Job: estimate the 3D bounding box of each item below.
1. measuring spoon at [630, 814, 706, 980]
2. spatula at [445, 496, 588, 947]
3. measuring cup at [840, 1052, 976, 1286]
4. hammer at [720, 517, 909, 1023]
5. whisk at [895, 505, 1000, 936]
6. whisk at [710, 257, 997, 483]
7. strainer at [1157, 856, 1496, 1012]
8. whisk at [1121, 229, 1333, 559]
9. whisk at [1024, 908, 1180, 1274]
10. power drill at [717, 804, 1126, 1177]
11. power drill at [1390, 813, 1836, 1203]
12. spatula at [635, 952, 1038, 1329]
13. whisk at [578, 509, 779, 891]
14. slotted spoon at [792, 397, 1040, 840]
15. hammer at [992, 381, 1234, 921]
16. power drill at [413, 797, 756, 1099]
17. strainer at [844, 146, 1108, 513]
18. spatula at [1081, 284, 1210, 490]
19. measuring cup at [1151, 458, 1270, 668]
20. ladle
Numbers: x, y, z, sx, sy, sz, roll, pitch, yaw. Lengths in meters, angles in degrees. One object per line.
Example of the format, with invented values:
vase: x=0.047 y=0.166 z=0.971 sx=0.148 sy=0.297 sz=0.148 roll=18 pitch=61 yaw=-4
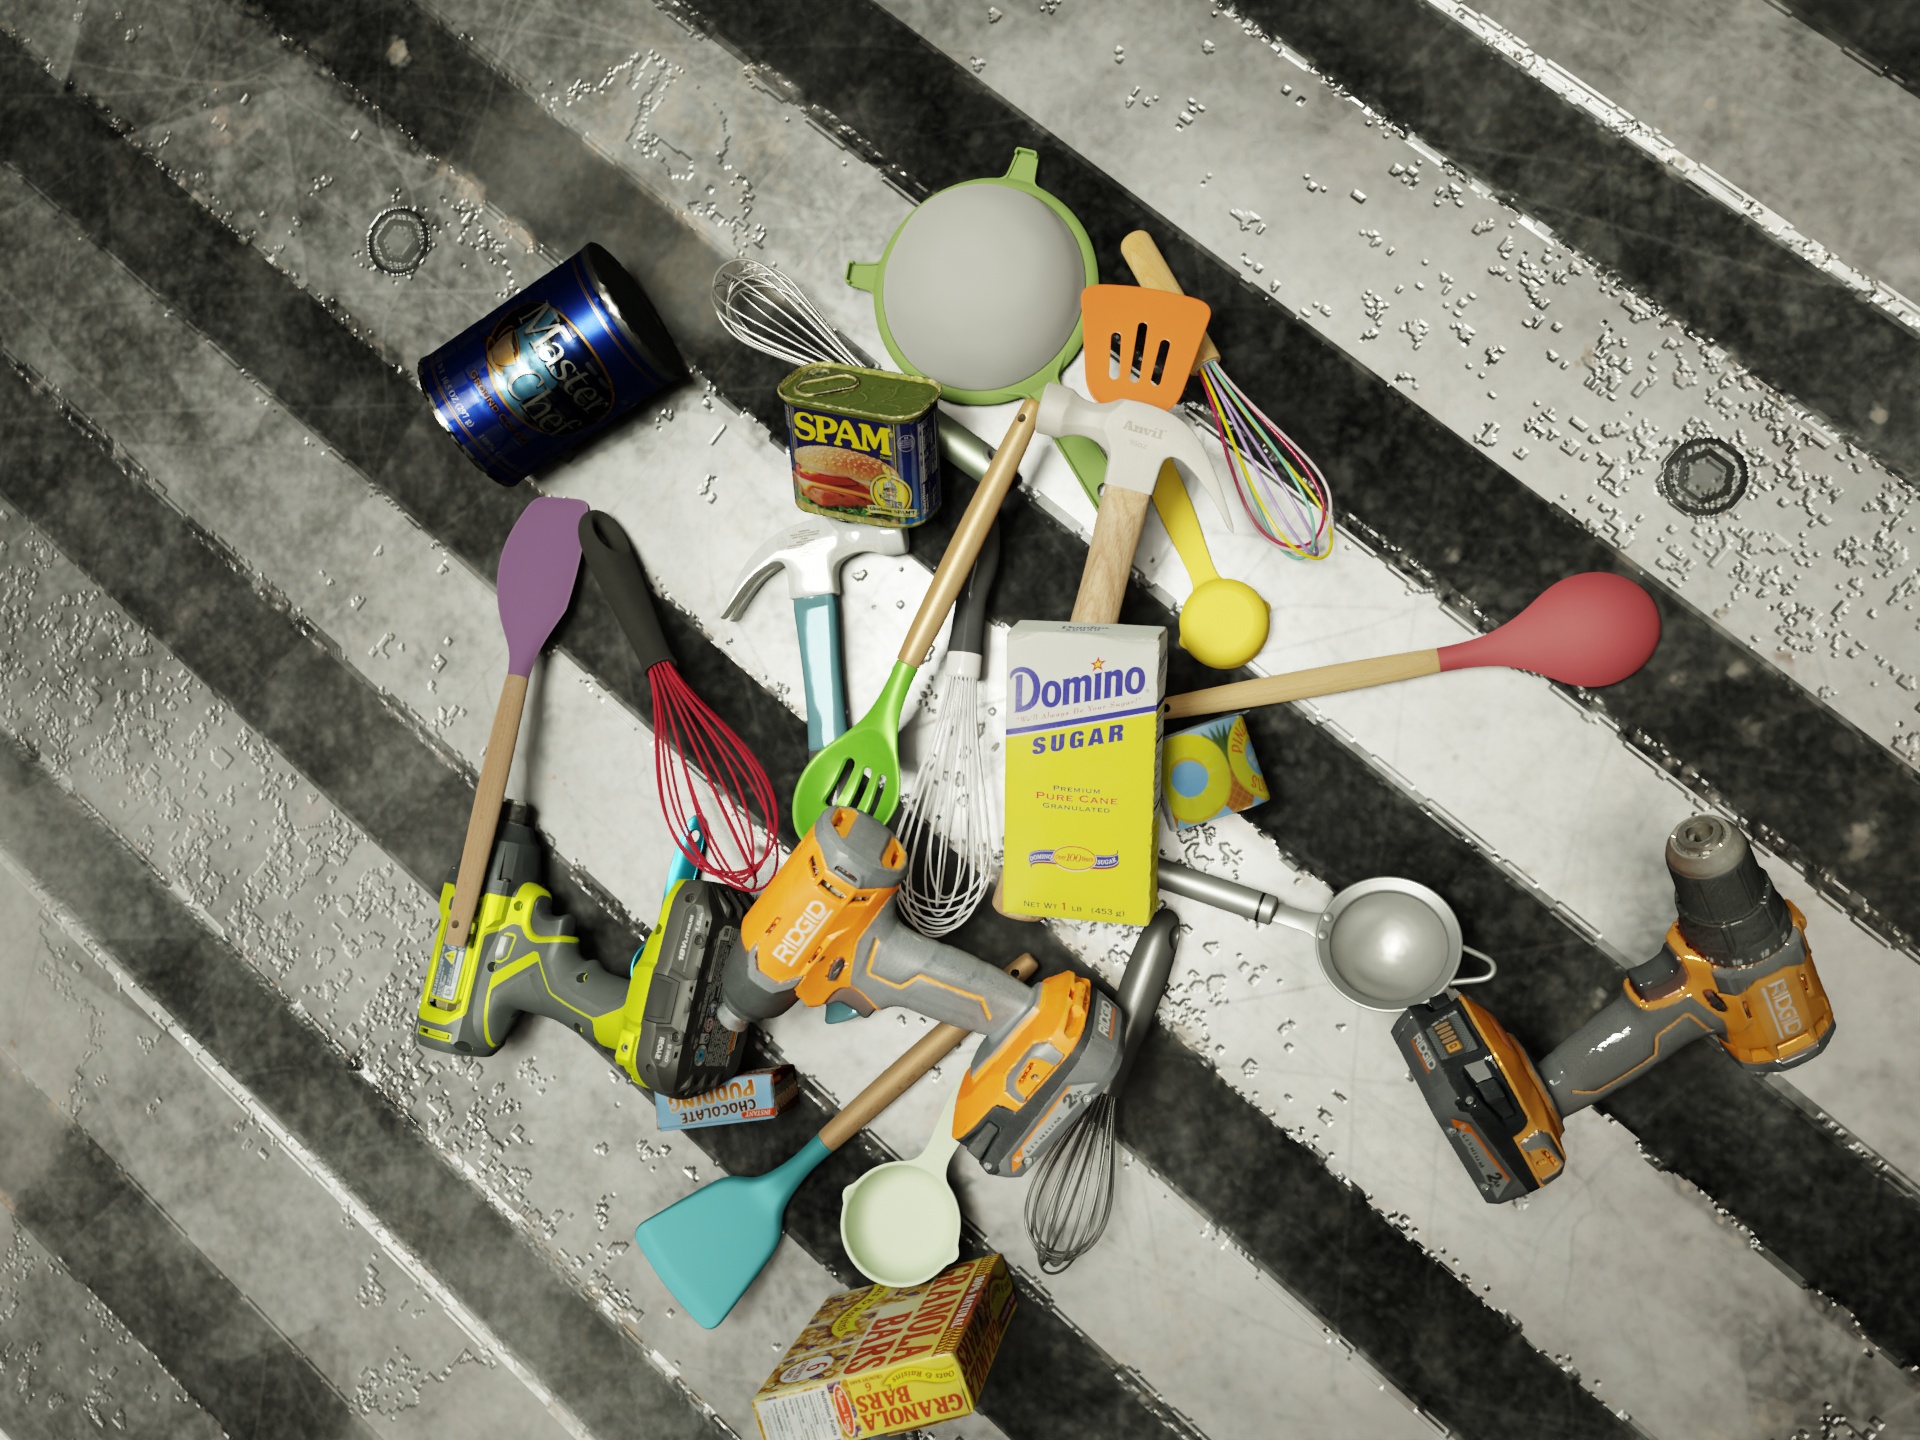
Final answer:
measuring spoon: x=-0.189 y=0.127 z=1.077 sx=0.042 sy=0.021 sz=0.129 roll=10 pitch=81 yaw=21
spatula: x=-0.306 y=-0.005 z=1.070 sx=0.060 sy=0.018 sz=0.316 roll=5 pitch=75 yaw=13
measuring cup: x=-0.015 y=0.283 z=1.029 sx=0.083 sy=0.038 sz=0.167 roll=27 pitch=77 yaw=10
hammer: x=-0.084 y=0.032 z=1.047 sx=0.128 sy=0.033 sz=0.331 roll=-6 pitch=87 yaw=11
whisk: x=-0.002 y=-0.003 z=1.021 sx=0.070 sy=0.070 sz=0.285 roll=5 pitch=84 yaw=12
whisk: x=-0.066 y=-0.226 z=1.050 sx=0.246 sy=0.058 sz=0.059 roll=36 pitch=130 yaw=8
strainer: x=0.198 y=0.119 z=0.984 sx=0.258 sy=0.050 sz=0.087 roll=18 pitch=68 yaw=18
whisk: x=0.167 y=-0.205 z=1.005 sx=0.047 sy=0.051 sz=0.245 roll=-25 pitch=79 yaw=-11
whisk: x=0.094 y=0.232 z=1.000 sx=0.055 sy=0.055 sz=0.239 roll=19 pitch=87 yaw=12
power drill: x=-0.032 y=0.174 z=0.963 sx=0.226 sy=0.084 sz=0.164 roll=36 pitch=112 yaw=-5
power drill: x=0.362 y=0.159 z=0.889 sx=0.226 sy=0.084 sz=0.185 roll=-29 pitch=123 yaw=10
spatula: x=-0.070 y=0.260 z=1.031 sx=0.317 sy=0.044 sz=0.082 roll=-43 pitch=77 yaw=6
whisk: x=-0.190 y=-0.018 z=1.045 sx=0.073 sy=0.073 sz=0.296 roll=-30 pitch=71 yaw=9
slotted spoon: x=-0.020 y=-0.058 z=1.002 sx=0.070 sy=0.031 sz=0.314 roll=28 pitch=94 yaw=24
hammer: x=0.077 y=-0.031 z=0.981 sx=0.130 sy=0.031 sz=0.331 roll=15 pitch=104 yaw=5
power drill: x=-0.246 y=0.149 z=1.041 sx=0.223 sy=0.080 sz=0.171 roll=9 pitch=82 yaw=24
strainer: x=0.036 y=-0.238 z=1.013 sx=0.151 sy=0.069 sz=0.256 roll=-31 pitch=81 yaw=9
spatula: x=0.092 y=-0.108 z=0.999 sx=0.081 sy=0.041 sz=0.322 roll=9 pitch=102 yaw=2
measuring cup: x=0.147 y=-0.107 z=1.005 sx=0.062 sy=0.029 sz=0.156 roll=-23 pitch=85 yaw=10
ladle: x=0.268 y=-0.034 z=0.982 sx=0.315 sy=0.031 sz=0.069 roll=-11 pitch=86 yaw=13
